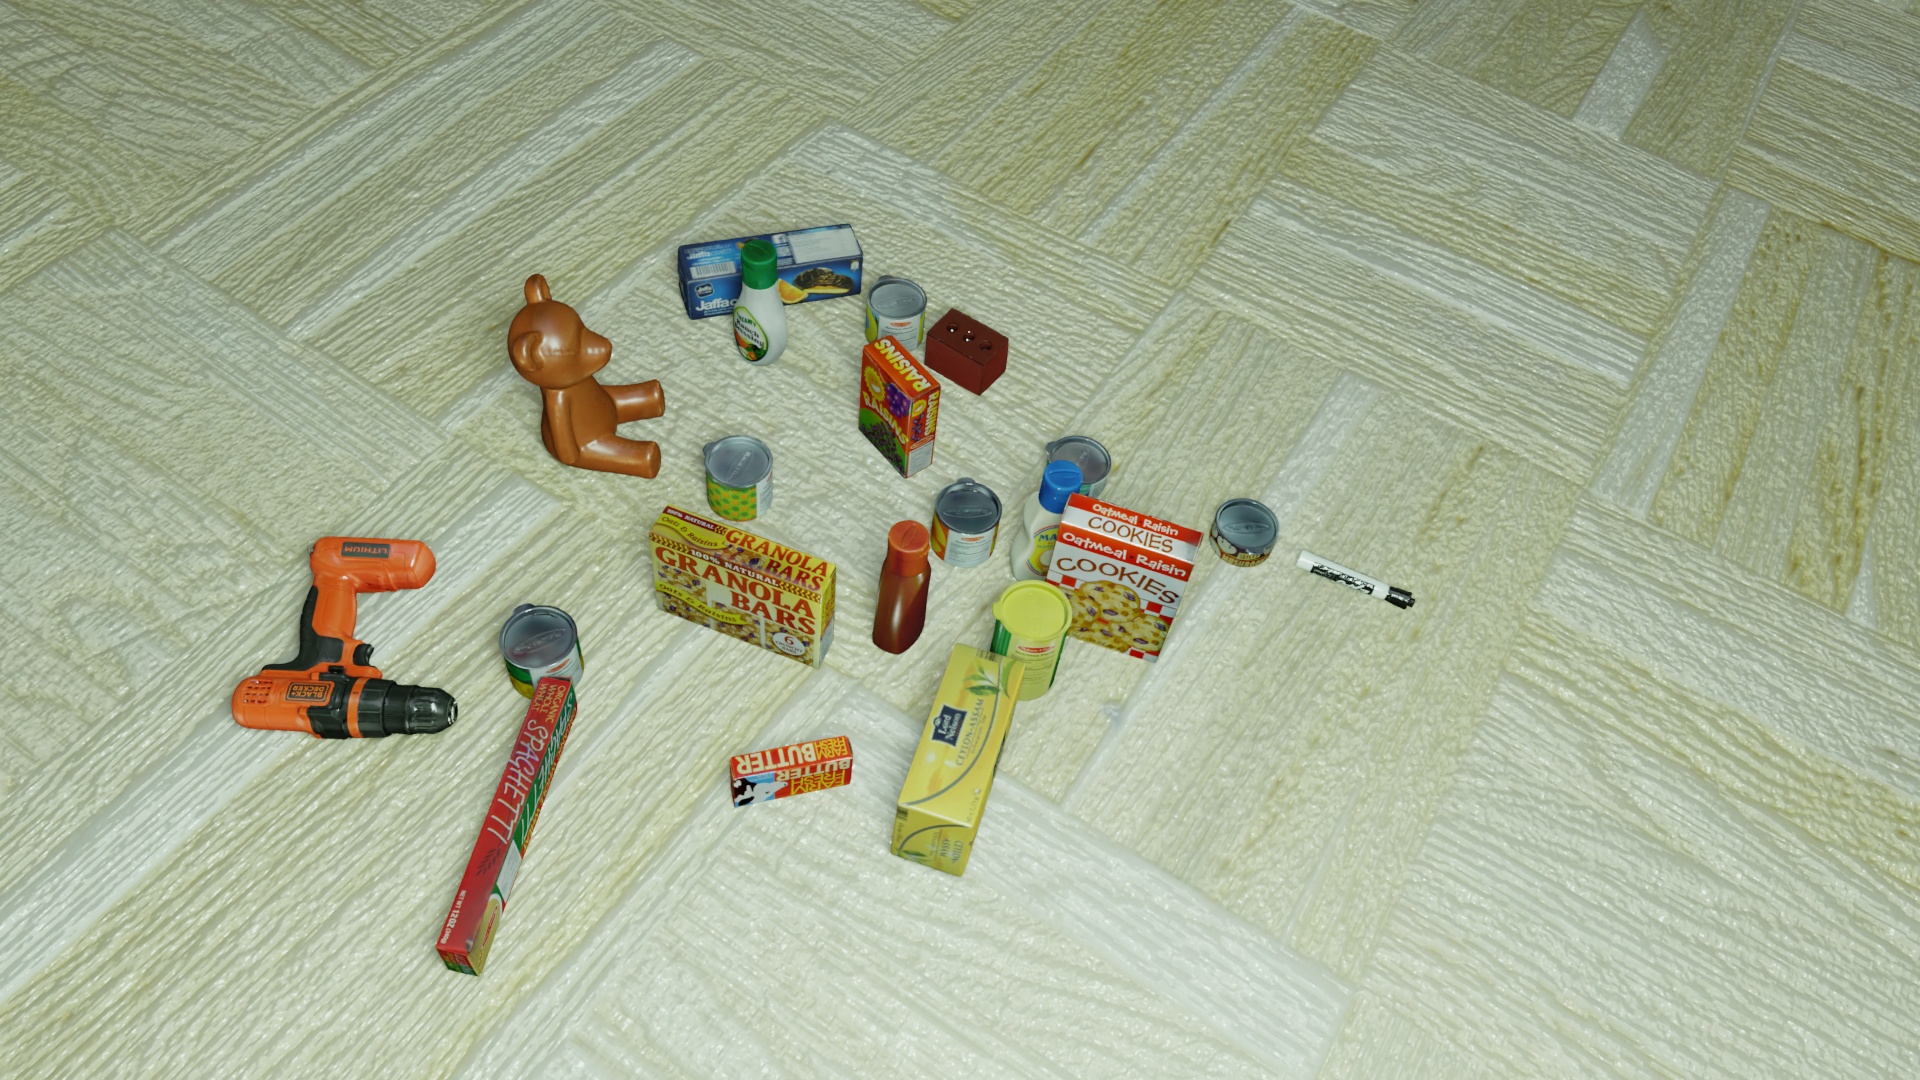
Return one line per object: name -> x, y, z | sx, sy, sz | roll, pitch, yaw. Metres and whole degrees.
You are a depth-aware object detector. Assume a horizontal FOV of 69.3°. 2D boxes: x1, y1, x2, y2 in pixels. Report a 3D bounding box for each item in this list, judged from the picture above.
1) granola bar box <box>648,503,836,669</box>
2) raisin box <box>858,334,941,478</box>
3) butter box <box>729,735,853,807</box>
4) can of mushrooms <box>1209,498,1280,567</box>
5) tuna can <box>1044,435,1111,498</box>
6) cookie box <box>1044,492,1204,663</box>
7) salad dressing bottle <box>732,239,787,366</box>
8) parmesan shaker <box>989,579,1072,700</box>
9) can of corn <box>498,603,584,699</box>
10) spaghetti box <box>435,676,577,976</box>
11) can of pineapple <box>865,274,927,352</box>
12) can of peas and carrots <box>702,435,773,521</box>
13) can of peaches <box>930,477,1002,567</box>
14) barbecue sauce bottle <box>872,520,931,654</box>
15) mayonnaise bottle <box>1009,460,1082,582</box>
granola bar box -> -0.195, 0.042, 1.255 | 0.166, 0.123, 0.039 | 20, 53, 8
raisin box -> -0.064, -0.135, 1.407 | 0.040, 0.122, 0.086 | -29, 61, -25
butter box -> -0.145, 0.197, 1.188 | 0.104, 0.052, 0.024 | -9, 55, -14
can of mushrooms -> 0.288, -0.006, 1.409 | 0.071, 0.033, 0.071 | 4, 53, -5
tuna can -> 0.119, -0.075, 1.441 | 0.071, 0.032, 0.071 | 4, 53, -5
cookie box -> 0.142, 0.036, 1.275 | 0.123, 0.166, 0.040 | 17, 53, 6
salad dressing bottle -> -0.211, -0.249, 1.460 | 0.064, 0.146, 0.044 | 37, 58, 20
parmesan shaker -> 0.058, 0.092, 1.262 | 0.071, 0.102, 0.071 | 4, 53, -5
can of corn -> -0.371, 0.099, 1.231 | 0.071, 0.058, 0.071 | 4, 53, -5
spaghetti box -> -0.367, 0.227, 1.139 | 0.029, 0.050, 0.251 | 10, 52, 0
can of pineapple -> -0.072, -0.248, 1.533 | 0.071, 0.057, 0.071 | 4, 53, -5
can of peas and carrots -> -0.221, -0.061, 1.371 | 0.071, 0.058, 0.071 | 4, 53, -5
can of peaches -> 0.005, -0.017, 1.367 | 0.071, 0.057, 0.071 | 4, 53, -5
barbecue sauce bottle -> -0.051, 0.040, 1.259 | 0.044, 0.147, 0.065 | 24, 54, 11
mayonnaise bottle -> 0.086, -0.016, 1.320 | 0.065, 0.147, 0.041 | -2, 53, -9
